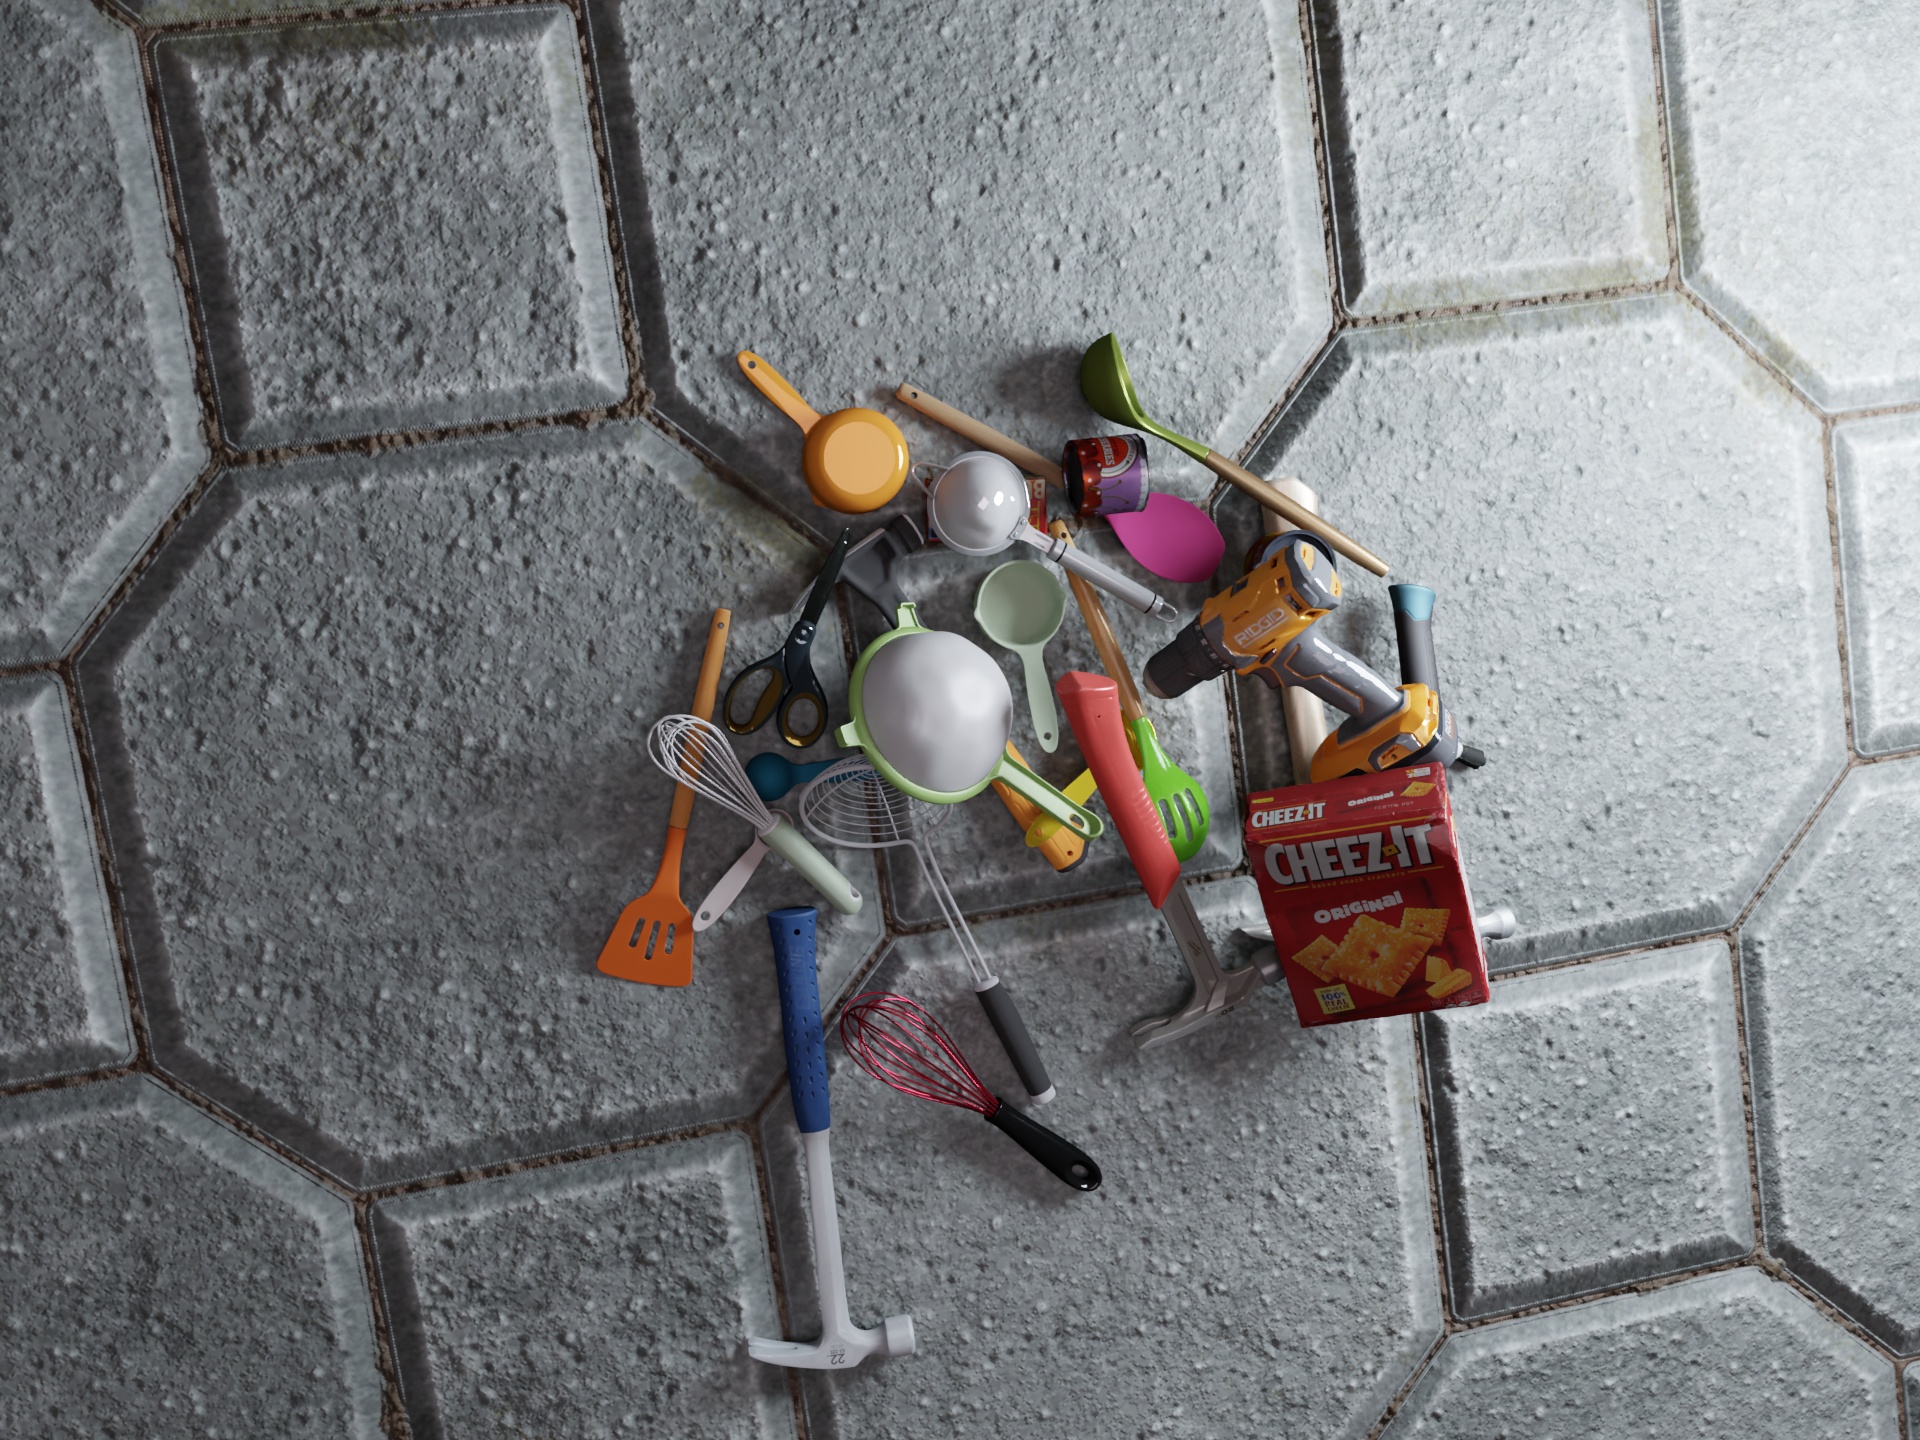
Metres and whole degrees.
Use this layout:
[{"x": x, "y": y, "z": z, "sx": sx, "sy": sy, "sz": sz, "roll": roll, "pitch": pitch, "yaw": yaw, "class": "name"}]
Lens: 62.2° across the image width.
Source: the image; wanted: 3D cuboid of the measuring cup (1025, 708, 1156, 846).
[{"x": 0.106, "y": 0.052, "z": 1.371, "sx": 0.156, "sy": 0.029, "sz": 0.062, "roll": -45, "pitch": 100, "yaw": -16, "class": "measuring cup"}]

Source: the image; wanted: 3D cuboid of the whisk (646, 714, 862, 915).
[{"x": -0.164, "y": 0.082, "z": 1.313, "sx": 0.059, "sy": 0.058, "sz": 0.246, "roll": -34, "pitch": 117, "yaw": 17, "class": "whisk"}]

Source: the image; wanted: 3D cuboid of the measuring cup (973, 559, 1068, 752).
[{"x": 0.058, "y": -0.055, "z": 1.365, "sx": 0.083, "sy": 0.038, "sz": 0.167, "roll": -13, "pitch": 99, "yaw": -9, "class": "measuring cup"}]

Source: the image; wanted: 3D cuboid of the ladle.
[{"x": 0.237, "y": -0.221, "z": 1.350, "sx": 0.320, "sy": 0.078, "sz": 0.062, "roll": 32, "pitch": 113, "yaw": -5, "class": "ladle"}]

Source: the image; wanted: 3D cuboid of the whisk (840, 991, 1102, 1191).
[{"x": 0.013, "y": 0.328, "z": 1.381, "sx": 0.295, "sy": 0.073, "sz": 0.073, "roll": 39, "pitch": 88, "yaw": -17, "class": "whisk"}]

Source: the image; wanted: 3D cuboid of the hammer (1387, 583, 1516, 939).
[{"x": 0.417, "y": 0.042, "z": 1.410, "sx": 0.128, "sy": 0.033, "sz": 0.331, "roll": -9, "pitch": 93, "yaw": -22, "class": "hammer"}]

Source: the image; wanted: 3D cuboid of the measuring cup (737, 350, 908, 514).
[{"x": -0.116, "y": -0.243, "z": 1.309, "sx": 0.173, "sy": 0.052, "sz": 0.095, "roll": 43, "pitch": 87, "yaw": -13, "class": "measuring cup"}]

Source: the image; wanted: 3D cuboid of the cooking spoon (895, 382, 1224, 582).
[{"x": 0.087, "y": -0.208, "z": 1.366, "sx": 0.318, "sy": 0.017, "sz": 0.069, "roll": 27, "pitch": 91, "yaw": -12, "class": "cooking spoon"}]

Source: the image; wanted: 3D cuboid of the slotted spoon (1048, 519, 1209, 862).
[{"x": 0.140, "y": -0.025, "z": 1.360, "sx": 0.070, "sy": 0.031, "sz": 0.314, "roll": -23, "pitch": 92, "yaw": -21, "class": "slotted spoon"}]

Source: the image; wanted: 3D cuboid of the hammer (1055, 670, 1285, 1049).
[{"x": 0.151, "y": 0.116, "z": 1.328, "sx": 0.149, "sy": 0.037, "sz": 0.358, "roll": -27, "pitch": 117, "yaw": 1, "class": "hammer"}]

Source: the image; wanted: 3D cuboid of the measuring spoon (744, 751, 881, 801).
[{"x": -0.119, "y": 0.045, "z": 1.348, "sx": 0.128, "sy": 0.021, "sz": 0.042, "roll": -5, "pitch": 96, "yaw": -8, "class": "measuring spoon"}]

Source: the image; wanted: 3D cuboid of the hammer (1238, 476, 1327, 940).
[{"x": 0.296, "y": -0.008, "z": 1.411, "sx": 0.146, "sy": 0.038, "sz": 0.410, "roll": -9, "pitch": 96, "yaw": -8, "class": "hammer"}]

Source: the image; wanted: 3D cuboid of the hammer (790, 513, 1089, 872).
[{"x": -0.002, "y": -0.004, "z": 1.359, "sx": 0.127, "sy": 0.034, "sz": 0.336, "roll": -37, "pitch": 100, "yaw": -6, "class": "hammer"}]

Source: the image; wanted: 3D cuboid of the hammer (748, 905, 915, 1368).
[{"x": -0.130, "y": 0.363, "z": 1.367, "sx": 0.144, "sy": 0.035, "sz": 0.405, "roll": -7, "pitch": 96, "yaw": -10, "class": "hammer"}]

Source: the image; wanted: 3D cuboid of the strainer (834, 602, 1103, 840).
[{"x": 0.031, "y": 0.016, "z": 1.286, "sx": 0.256, "sy": 0.069, "sz": 0.152, "roll": 36, "pitch": 54, "yaw": -17, "class": "strainer"}]

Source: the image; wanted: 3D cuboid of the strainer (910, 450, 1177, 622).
[{"x": 0.074, "y": -0.147, "z": 1.323, "sx": 0.258, "sy": 0.050, "sz": 0.087, "roll": 28, "pitch": 96, "yaw": -13, "class": "strainer"}]

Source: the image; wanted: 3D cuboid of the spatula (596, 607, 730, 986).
[{"x": -0.233, "y": 0.065, "z": 1.332, "sx": 0.081, "sy": 0.041, "sz": 0.322, "roll": 12, "pitch": 88, "yaw": -12, "class": "spatula"}]

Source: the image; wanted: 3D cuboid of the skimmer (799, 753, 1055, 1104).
[{"x": -0.013, "y": 0.185, "z": 1.345, "sx": 0.127, "sy": 0.090, "sz": 0.363, "roll": -22, "pitch": 102, "yaw": 23, "class": "skimmer"}]

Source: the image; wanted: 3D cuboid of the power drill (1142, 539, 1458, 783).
[{"x": 0.280, "y": -0.021, "z": 1.330, "sx": 0.226, "sy": 0.084, "sz": 0.185, "roll": 44, "pitch": 124, "yaw": -15, "class": "power drill"}]

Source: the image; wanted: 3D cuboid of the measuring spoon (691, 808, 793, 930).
[{"x": -0.187, "y": 0.125, "z": 1.339, "sx": 0.034, "sy": 0.018, "sz": 0.124, "roll": 42, "pitch": 79, "yaw": -24, "class": "measuring spoon"}]
